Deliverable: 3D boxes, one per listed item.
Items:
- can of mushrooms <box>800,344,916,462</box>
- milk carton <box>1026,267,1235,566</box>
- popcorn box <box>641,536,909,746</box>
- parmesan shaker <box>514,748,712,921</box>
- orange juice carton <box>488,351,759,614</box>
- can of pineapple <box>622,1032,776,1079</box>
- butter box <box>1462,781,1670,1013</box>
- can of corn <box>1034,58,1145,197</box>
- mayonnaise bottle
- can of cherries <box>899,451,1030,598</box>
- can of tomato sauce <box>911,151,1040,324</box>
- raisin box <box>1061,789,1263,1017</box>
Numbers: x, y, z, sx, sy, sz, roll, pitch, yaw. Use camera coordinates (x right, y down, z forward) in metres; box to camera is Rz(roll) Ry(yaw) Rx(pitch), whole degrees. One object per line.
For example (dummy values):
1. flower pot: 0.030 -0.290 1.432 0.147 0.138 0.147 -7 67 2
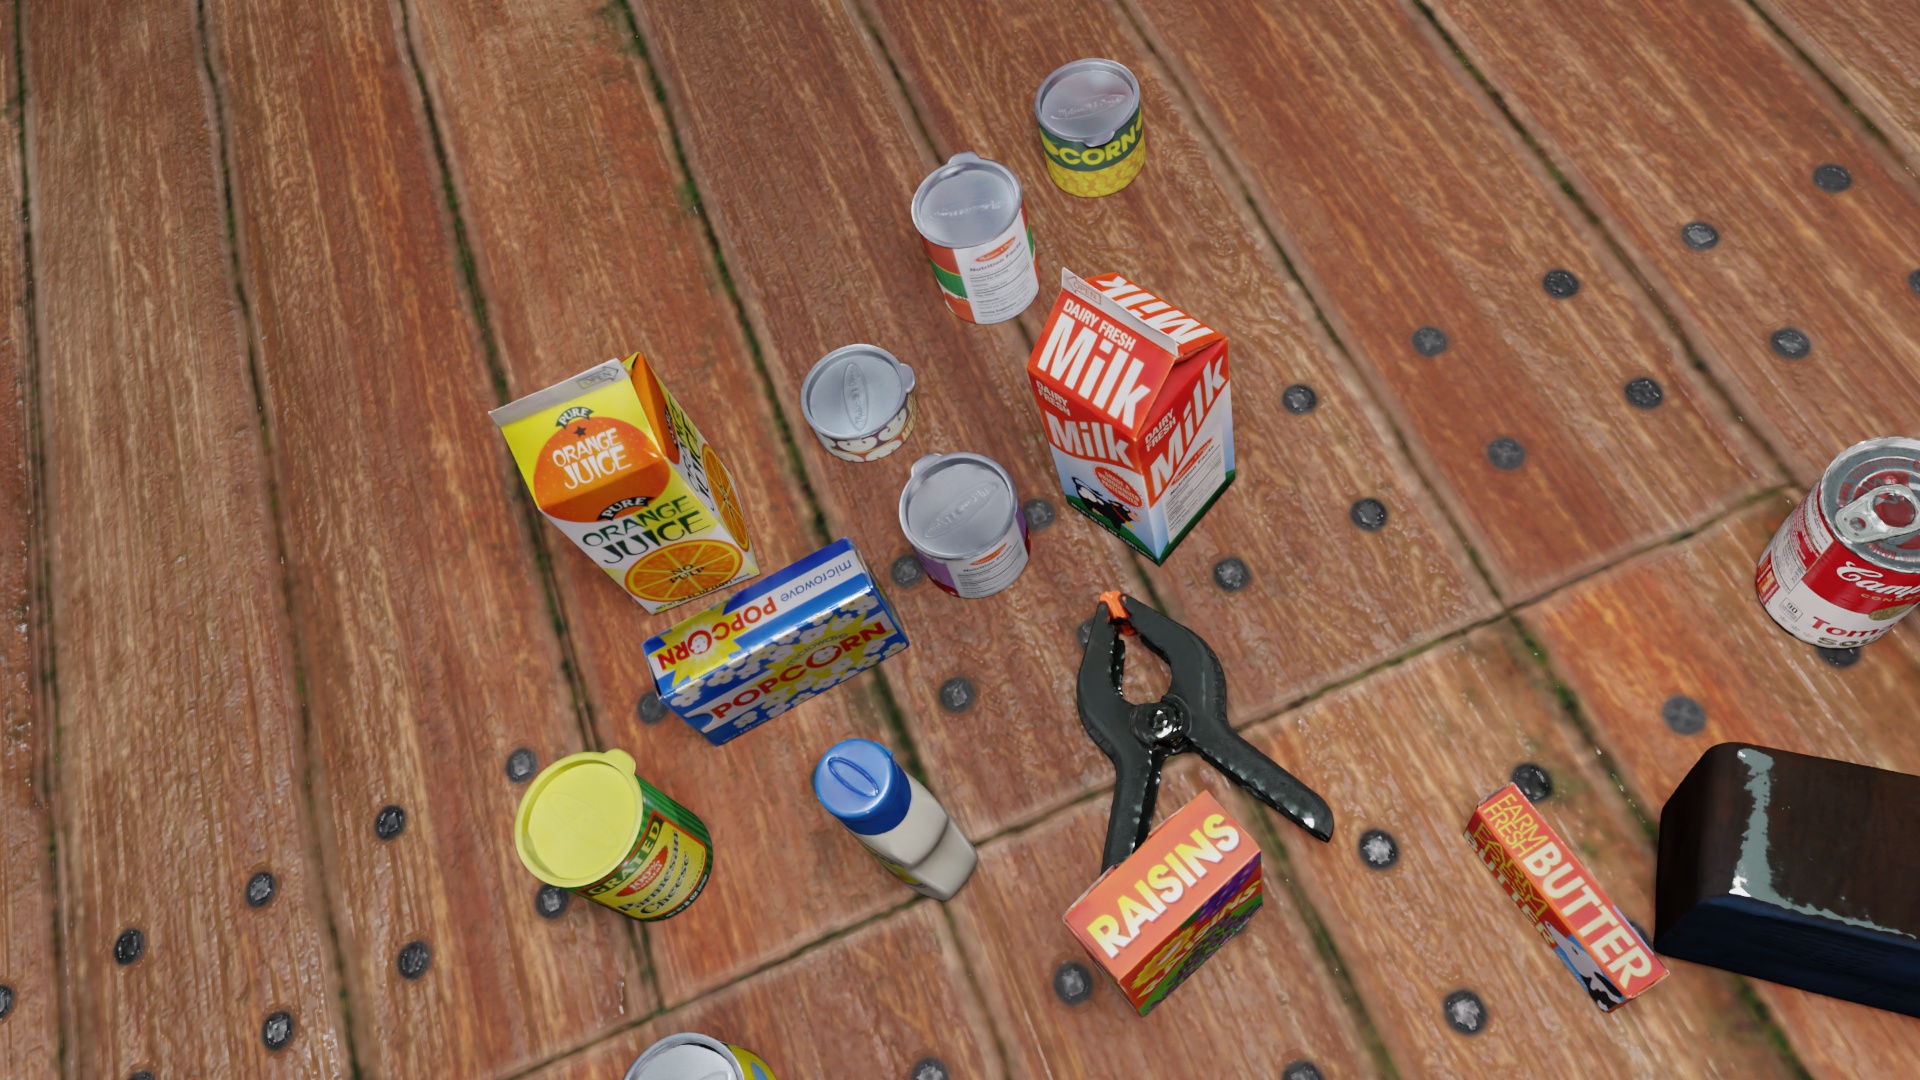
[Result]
1. can of mushrooms: -0.059 -0.084 0.849 0.071 0.033 0.071 -5 64 10
2. milk carton: 0.091 -0.069 0.721 0.072 0.190 0.073 37 77 25
3. popcorn box: -0.098 0.057 0.761 0.127 0.085 0.038 -28 62 -2
4. parmesan shaker: -0.174 0.154 0.720 0.071 0.102 0.071 -5 64 10
5. orange juice carton: -0.181 -0.036 0.763 0.072 0.192 0.073 -21 62 2
6. can of pineapple: -0.125 0.279 0.675 0.071 0.057 0.071 -5 64 10
7. butter box: 0.278 0.166 0.645 0.024 0.053 0.104 -32 62 -3
8. can of corn: 0.085 -0.261 0.890 0.071 0.058 0.071 -5 64 10
9. mayonnaise bottle: -0.033 0.134 0.674 0.065 0.147 0.041 31 75 23
10. can of cherries: 0.003 -0.010 0.786 0.071 0.058 0.072 -5 64 10
11. can of tomato sauce: 0.011 -0.184 0.855 0.071 0.082 0.071 -5 64 10
12. raisin box: 0.097 0.170 0.642 0.086 0.123 0.040 -40 63 -8
